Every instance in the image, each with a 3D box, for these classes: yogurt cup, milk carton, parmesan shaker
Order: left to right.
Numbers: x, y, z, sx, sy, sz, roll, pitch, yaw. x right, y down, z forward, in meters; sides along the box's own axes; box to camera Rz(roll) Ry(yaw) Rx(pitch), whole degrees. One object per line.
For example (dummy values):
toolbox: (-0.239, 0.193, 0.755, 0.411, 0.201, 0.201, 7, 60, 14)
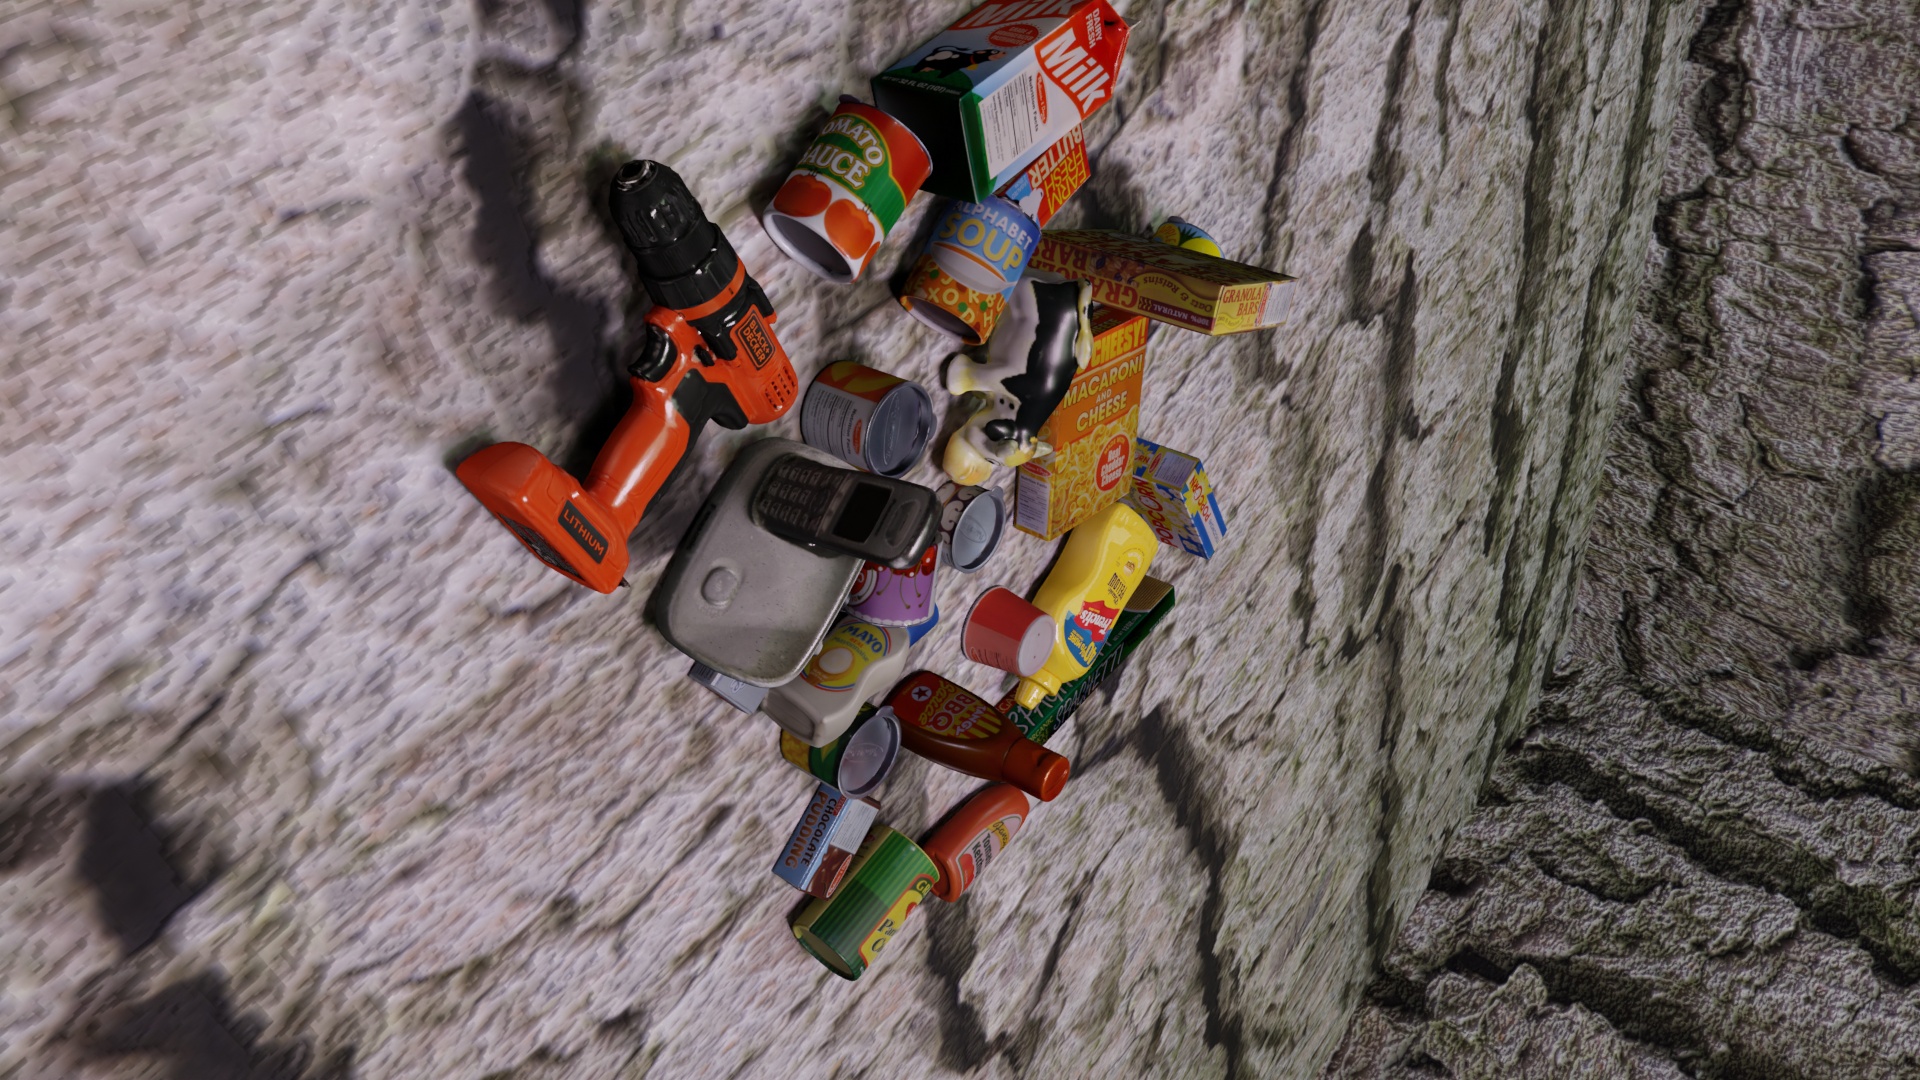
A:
parmesan shaker: (-0.074, 0.283, 1.085, 0.103, 0.071, 0.071, -47, 142, -29)
yogurt cup: (0.042, 0.077, 1.141, 0.073, 0.054, 0.072, -32, 133, -42)
milk carton: (0.036, -0.298, 0.892, 0.191, 0.072, 0.073, -44, 141, -30)

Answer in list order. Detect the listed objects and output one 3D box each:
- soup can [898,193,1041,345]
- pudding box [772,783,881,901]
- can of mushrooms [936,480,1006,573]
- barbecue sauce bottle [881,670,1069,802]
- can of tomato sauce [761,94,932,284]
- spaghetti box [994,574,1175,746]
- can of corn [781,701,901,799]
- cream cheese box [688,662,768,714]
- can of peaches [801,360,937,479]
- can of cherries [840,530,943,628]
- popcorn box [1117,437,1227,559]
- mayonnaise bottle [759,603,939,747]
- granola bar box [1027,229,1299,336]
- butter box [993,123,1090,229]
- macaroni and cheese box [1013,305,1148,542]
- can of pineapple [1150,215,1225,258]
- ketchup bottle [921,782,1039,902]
soup can: (0.007, -0.182, 0.920, 0.084, 0.071, 0.071, -63, 147, -7)
pudding box: (-0.100, 0.224, 1.043, 0.084, 0.030, 0.049, -61, 148, -10)
can of mushrooms: (0.004, -0.013, 1.050, 0.071, 0.033, 0.070, -32, 133, -42)
barbecue sauce bottle: (0.013, 0.151, 1.053, 0.065, 0.149, 0.043, -40, 139, -36)
can of tomato sauce: (-0.067, -0.202, 0.804, 0.083, 0.071, 0.071, -58, 146, -13)
spaghetti box: (0.110, 0.111, 1.265, 0.251, 0.050, 0.028, -41, 137, -36)
can of corn: (-0.084, 0.140, 0.989, 0.071, 0.058, 0.070, -33, 134, -42)
cream cheese box: (-0.129, 0.057, 0.906, 0.104, 0.024, 0.053, -59, 147, -13)
can of peaches: (-0.059, -0.078, 0.897, 0.071, 0.058, 0.071, -33, 133, -43)
can of cherries: (-0.050, 0.021, 0.963, 0.072, 0.071, 0.058, -20, 124, -50)
popcorn box: (0.184, -0.039, 1.250, 0.038, 0.085, 0.126, -57, 146, -16)
mayonnaise bottle: (-0.072, 0.082, 0.972, 0.149, 0.065, 0.041, -39, 152, -43)
granola bar box: (0.147, -0.193, 1.029, 0.124, 0.166, 0.039, -17, 123, -51)
butter box: (0.052, -0.253, 0.987, 0.104, 0.024, 0.053, -51, 144, -24)
macaroni and cheese box: (0.098, -0.098, 1.132, 0.124, 0.040, 0.165, -30, 132, -44)
can of pineapple: (0.176, -0.222, 1.149, 0.058, 0.071, 0.070, -55, 146, -19)
ketchup bottle: (0.025, 0.250, 1.229, 0.149, 0.043, 0.064, -38, 137, -39)
